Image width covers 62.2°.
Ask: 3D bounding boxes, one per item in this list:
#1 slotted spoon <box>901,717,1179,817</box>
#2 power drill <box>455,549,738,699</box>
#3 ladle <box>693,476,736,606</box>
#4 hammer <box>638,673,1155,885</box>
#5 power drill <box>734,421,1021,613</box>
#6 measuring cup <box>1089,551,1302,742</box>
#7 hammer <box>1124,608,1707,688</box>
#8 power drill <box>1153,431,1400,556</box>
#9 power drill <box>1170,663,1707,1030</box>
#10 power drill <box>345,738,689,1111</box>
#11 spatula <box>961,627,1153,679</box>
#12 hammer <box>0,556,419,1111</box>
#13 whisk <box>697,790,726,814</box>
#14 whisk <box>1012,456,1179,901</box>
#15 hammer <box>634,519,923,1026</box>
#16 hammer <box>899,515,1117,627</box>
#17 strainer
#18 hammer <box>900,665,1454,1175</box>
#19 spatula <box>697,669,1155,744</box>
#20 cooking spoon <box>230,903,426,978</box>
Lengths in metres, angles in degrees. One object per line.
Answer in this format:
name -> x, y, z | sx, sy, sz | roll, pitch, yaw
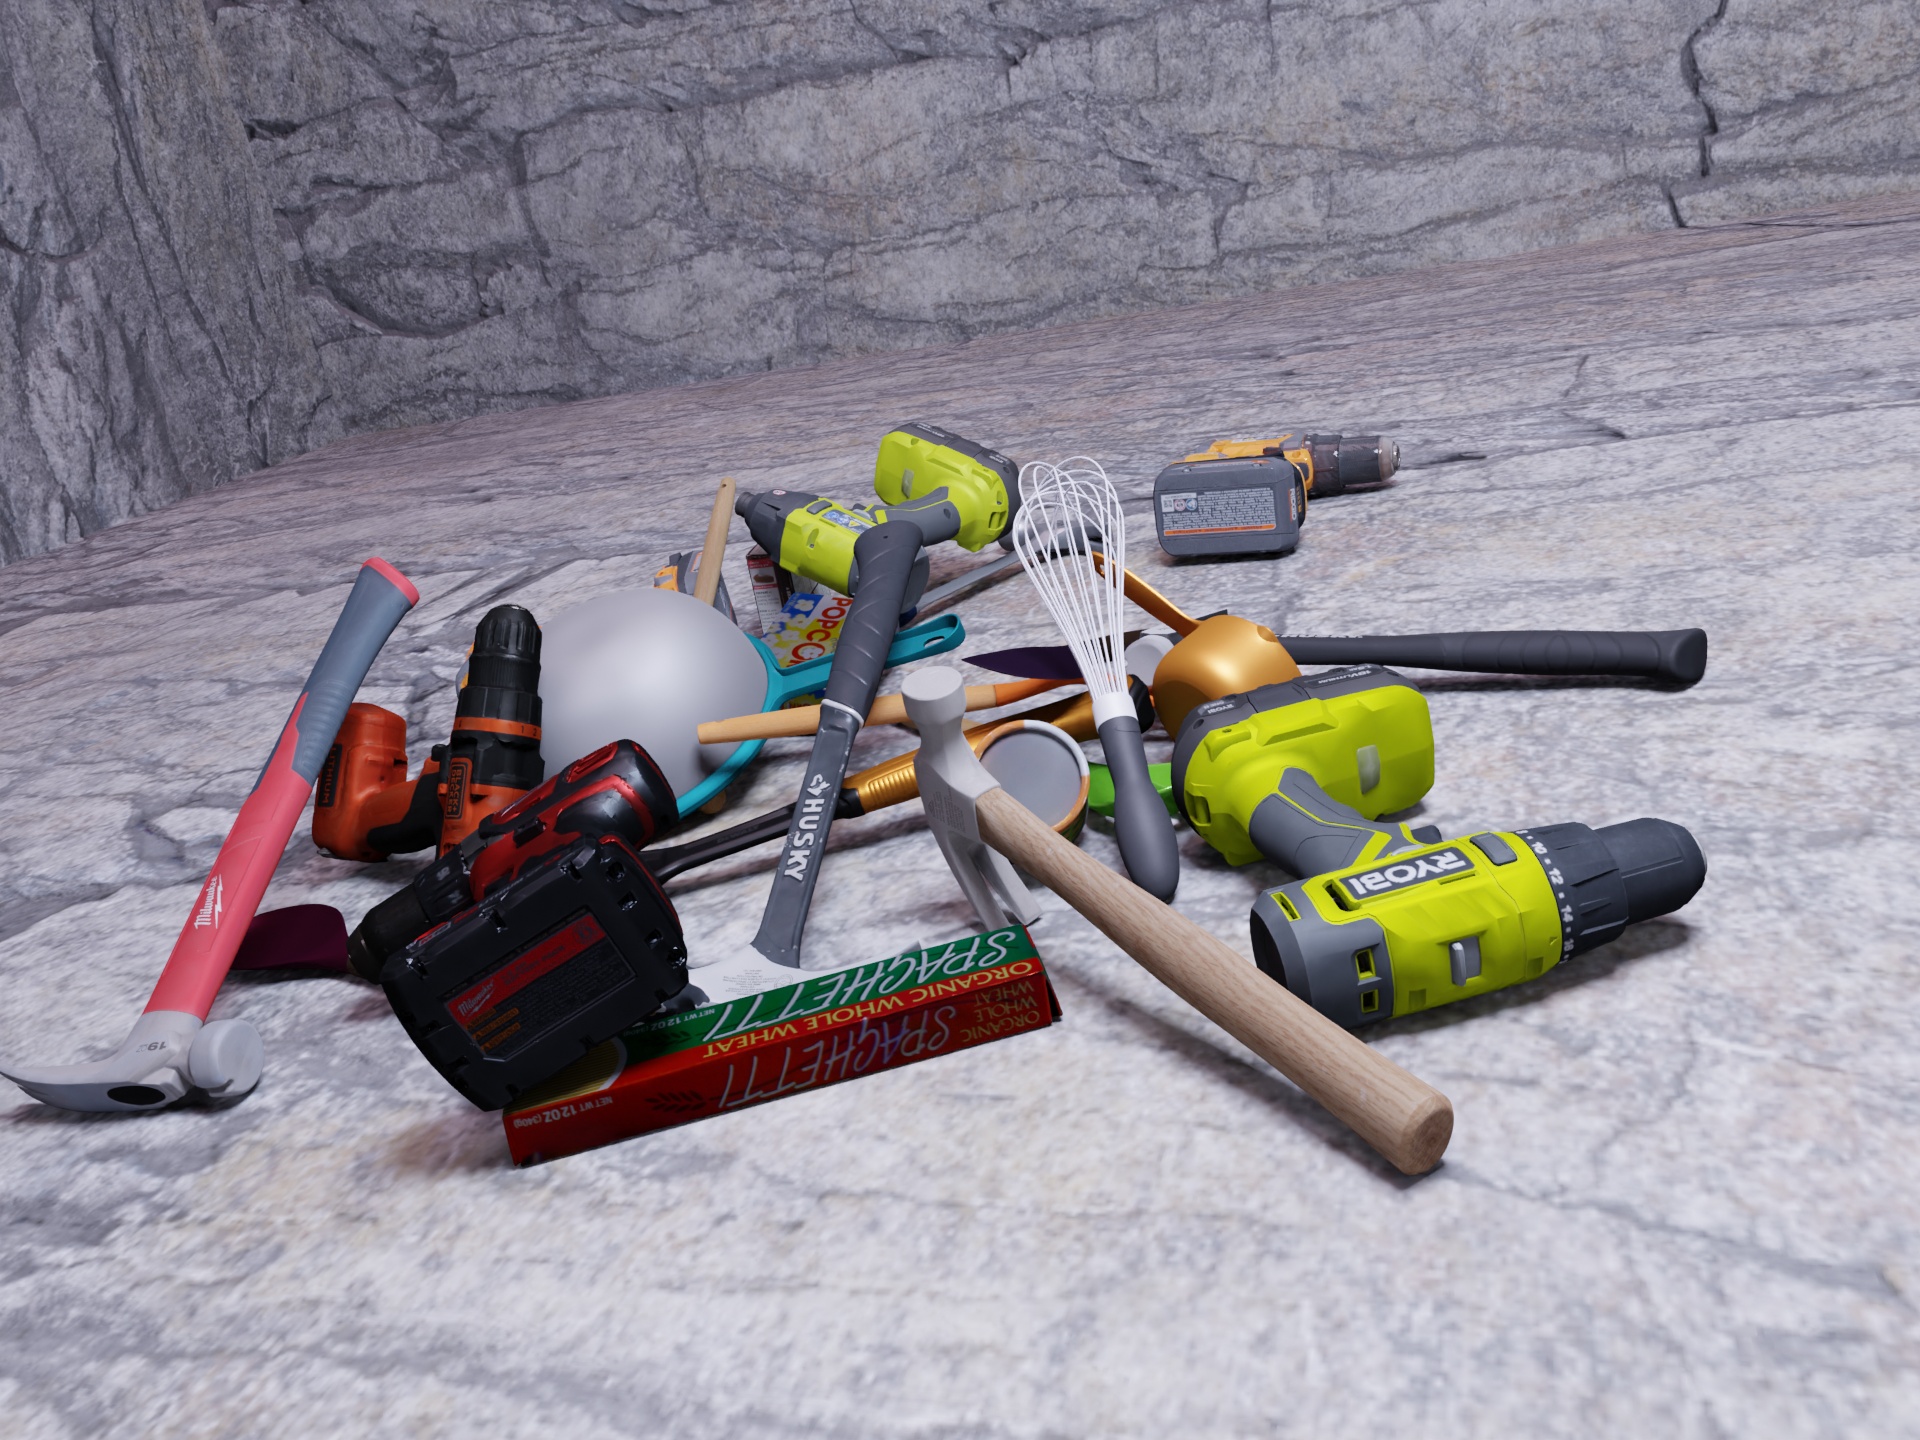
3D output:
slotted spoon -> 0.042, 0.020, 0.991 | 0.070, 0.031, 0.314 | -23, 21, -28
power drill -> -0.309, -0.075, 1.359 | 0.226, 0.084, 0.164 | -17, 20, -3
ladle -> -0.206, -0.096, 1.232 | 0.078, 0.062, 0.320 | -11, 44, 14
hammer -> -0.050, 0.038, 0.934 | 0.337, 0.034, 0.127 | -19, 23, -2
power drill -> -0.064, -0.173, 1.319 | 0.171, 0.080, 0.223 | 27, 36, 21
measuring cup -> 0.123, -0.037, 0.936 | 0.052, 0.095, 0.174 | -38, 65, -26
hammer -> 0.281, -0.044, 0.991 | 0.335, 0.035, 0.146 | 2, 11, 23
power drill -> 0.277, -0.208, 1.391 | 0.185, 0.084, 0.226 | -1, 19, 24
power drill -> 0.208, 0.052, 0.746 | 0.190, 0.080, 0.229 | -15, 23, -5
power drill -> -0.222, 0.098, 0.773 | 0.188, 0.080, 0.227 | -32, 19, -4
spatula -> 0.089, -0.044, 1.020 | 0.060, 0.018, 0.316 | 16, 13, 23
hammer -> -0.412, 0.048, 0.929 | 0.143, 0.038, 0.387 | -7, 46, 14
whisk -> -0.240, 0.026, 1.107 | 0.047, 0.051, 0.245 | -22, 25, -40
whisk -> 0.076, -0.031, 0.868 | 0.070, 0.070, 0.285 | -11, 59, 1
hammer -> -0.066, 0.008, 0.905 | 0.149, 0.036, 0.409 | -3, 40, 12
hammer -> -0.034, -0.097, 1.324 | 0.144, 0.035, 0.405 | 9, 29, 45
strainer -> -0.170, -0.038, 1.038 | 0.340, 0.095, 0.211 | -16, 39, 11
hammer -> 0.078, 0.090, 0.692 | 0.031, 0.130, 0.332 | -26, 35, -24
spatula -> -0.002, -0.003, 0.996 | 0.322, 0.041, 0.081 | -7, 12, -5
cooking spoon -> -0.321, 0.139, 0.886 | 0.319, 0.017, 0.069 | 4, 30, 37
